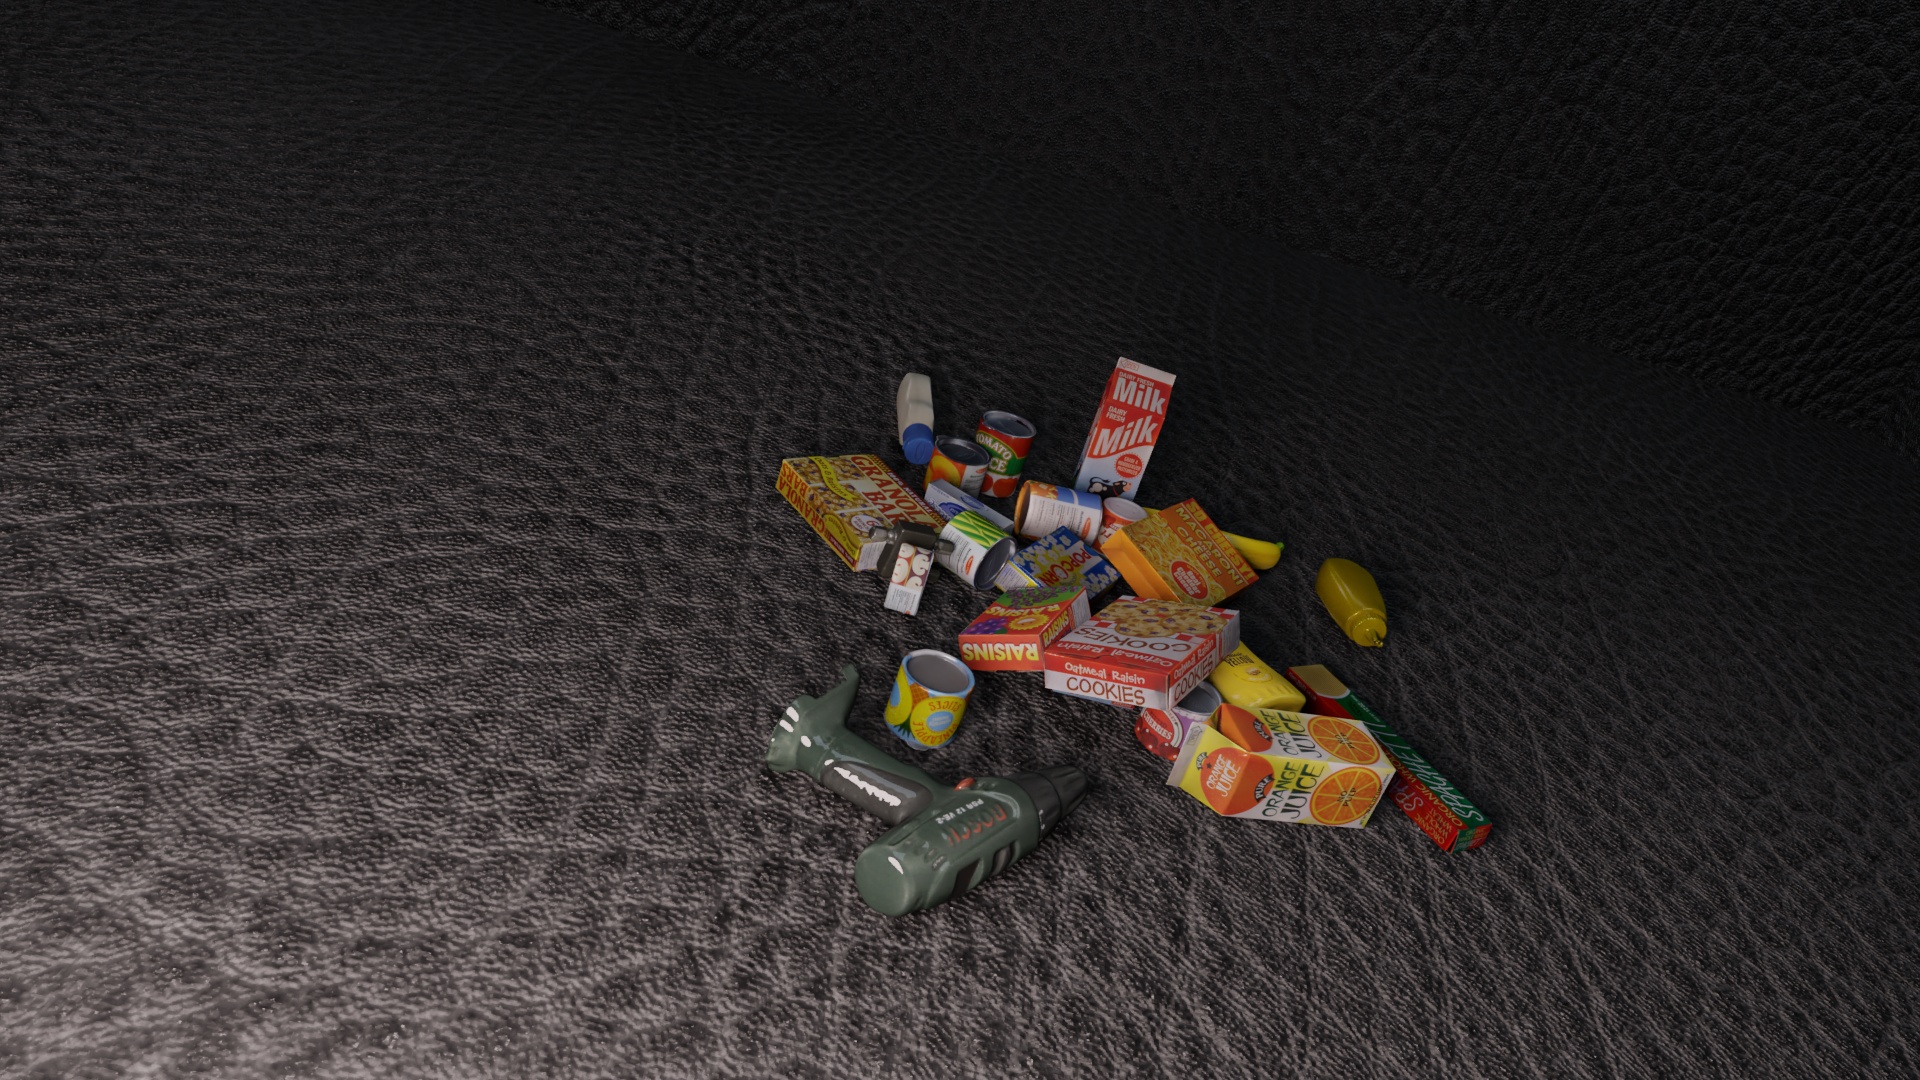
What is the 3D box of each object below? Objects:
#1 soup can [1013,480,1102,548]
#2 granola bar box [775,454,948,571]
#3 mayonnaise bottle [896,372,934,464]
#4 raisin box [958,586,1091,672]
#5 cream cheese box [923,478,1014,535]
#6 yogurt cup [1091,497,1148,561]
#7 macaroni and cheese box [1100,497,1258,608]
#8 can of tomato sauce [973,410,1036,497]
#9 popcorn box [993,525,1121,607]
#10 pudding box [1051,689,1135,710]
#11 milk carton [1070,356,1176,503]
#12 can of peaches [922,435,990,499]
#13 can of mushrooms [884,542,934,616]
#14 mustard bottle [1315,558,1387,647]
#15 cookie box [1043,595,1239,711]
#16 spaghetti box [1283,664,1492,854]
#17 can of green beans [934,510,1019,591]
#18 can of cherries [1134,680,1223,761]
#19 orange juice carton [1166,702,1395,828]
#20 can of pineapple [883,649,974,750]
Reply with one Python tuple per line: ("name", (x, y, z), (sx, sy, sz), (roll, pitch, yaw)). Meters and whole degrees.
("soup can", (0.108, -0.029, 1.561), (0.084, 0.071, 0.072), (12, 28, -12))
("granola bar box", (-0.101, -0.033, 1.468), (0.124, 0.039, 0.166), (-6, 36, -39))
("mayonnaise bottle", (-0.053, -0.144, 1.678), (0.041, 0.064, 0.149), (10, 32, -12))
("raisin box", (0.062, 0.083, 1.321), (0.086, 0.040, 0.124), (-2, 18, 27))
("cream cheese box", (0.005, -0.019, 1.491), (0.104, 0.053, 0.024), (32, 31, 23))
("yogurt cup", (0.180, -0.013, 1.589), (0.072, 0.053, 0.073), (15, 27, -8))
("macaroni and cheese box", (0.243, 0.026, 1.531), (0.124, 0.040, 0.167), (52, 37, 14))
("can of tomato sauce", (0.044, -0.101, 1.634), (0.071, 0.082, 0.071), (15, 28, -8))
("popcorn box", (0.101, 0.040, 1.441), (0.085, 0.038, 0.127), (41, 32, 13))
("pudding box", (0.128, 0.128, 1.324), (0.084, 0.030, 0.050), (15, 29, -8))
("milk carton", (0.190, -0.121, 1.643), (0.072, 0.189, 0.074), (18, 27, -2))
("can of peaches", (-0.006, -0.079, 1.590), (0.071, 0.057, 0.071), (14, 28, -7))
("can of mushrooms", (-0.049, 0.035, 1.343), (0.033, 0.070, 0.071), (16, 27, -2))
("mustard bottle", (0.455, 0.079, 1.597), (0.065, 0.048, 0.161), (14, 29, -9))
("cookie box", (0.169, 0.099, 1.278), (0.123, 0.040, 0.168), (7, 20, 31))
("spaghetti box", (0.410, 0.207, 1.356), (0.050, 0.028, 0.251), (-2, 33, -32))
("can of green beans", (0.016, 0.010, 1.431), (0.058, 0.071, 0.071), (35, 31, 29))
("can of cherries", (0.198, 0.161, 1.277), (0.071, 0.058, 0.072), (15, 28, -8))
("orange juice carton", (0.280, 0.200, 1.242), (0.193, 0.071, 0.073), (9, 28, -19))
("can of pineapple", (-0.026, 0.136, 1.185), (0.071, 0.057, 0.071), (15, 28, -8))
